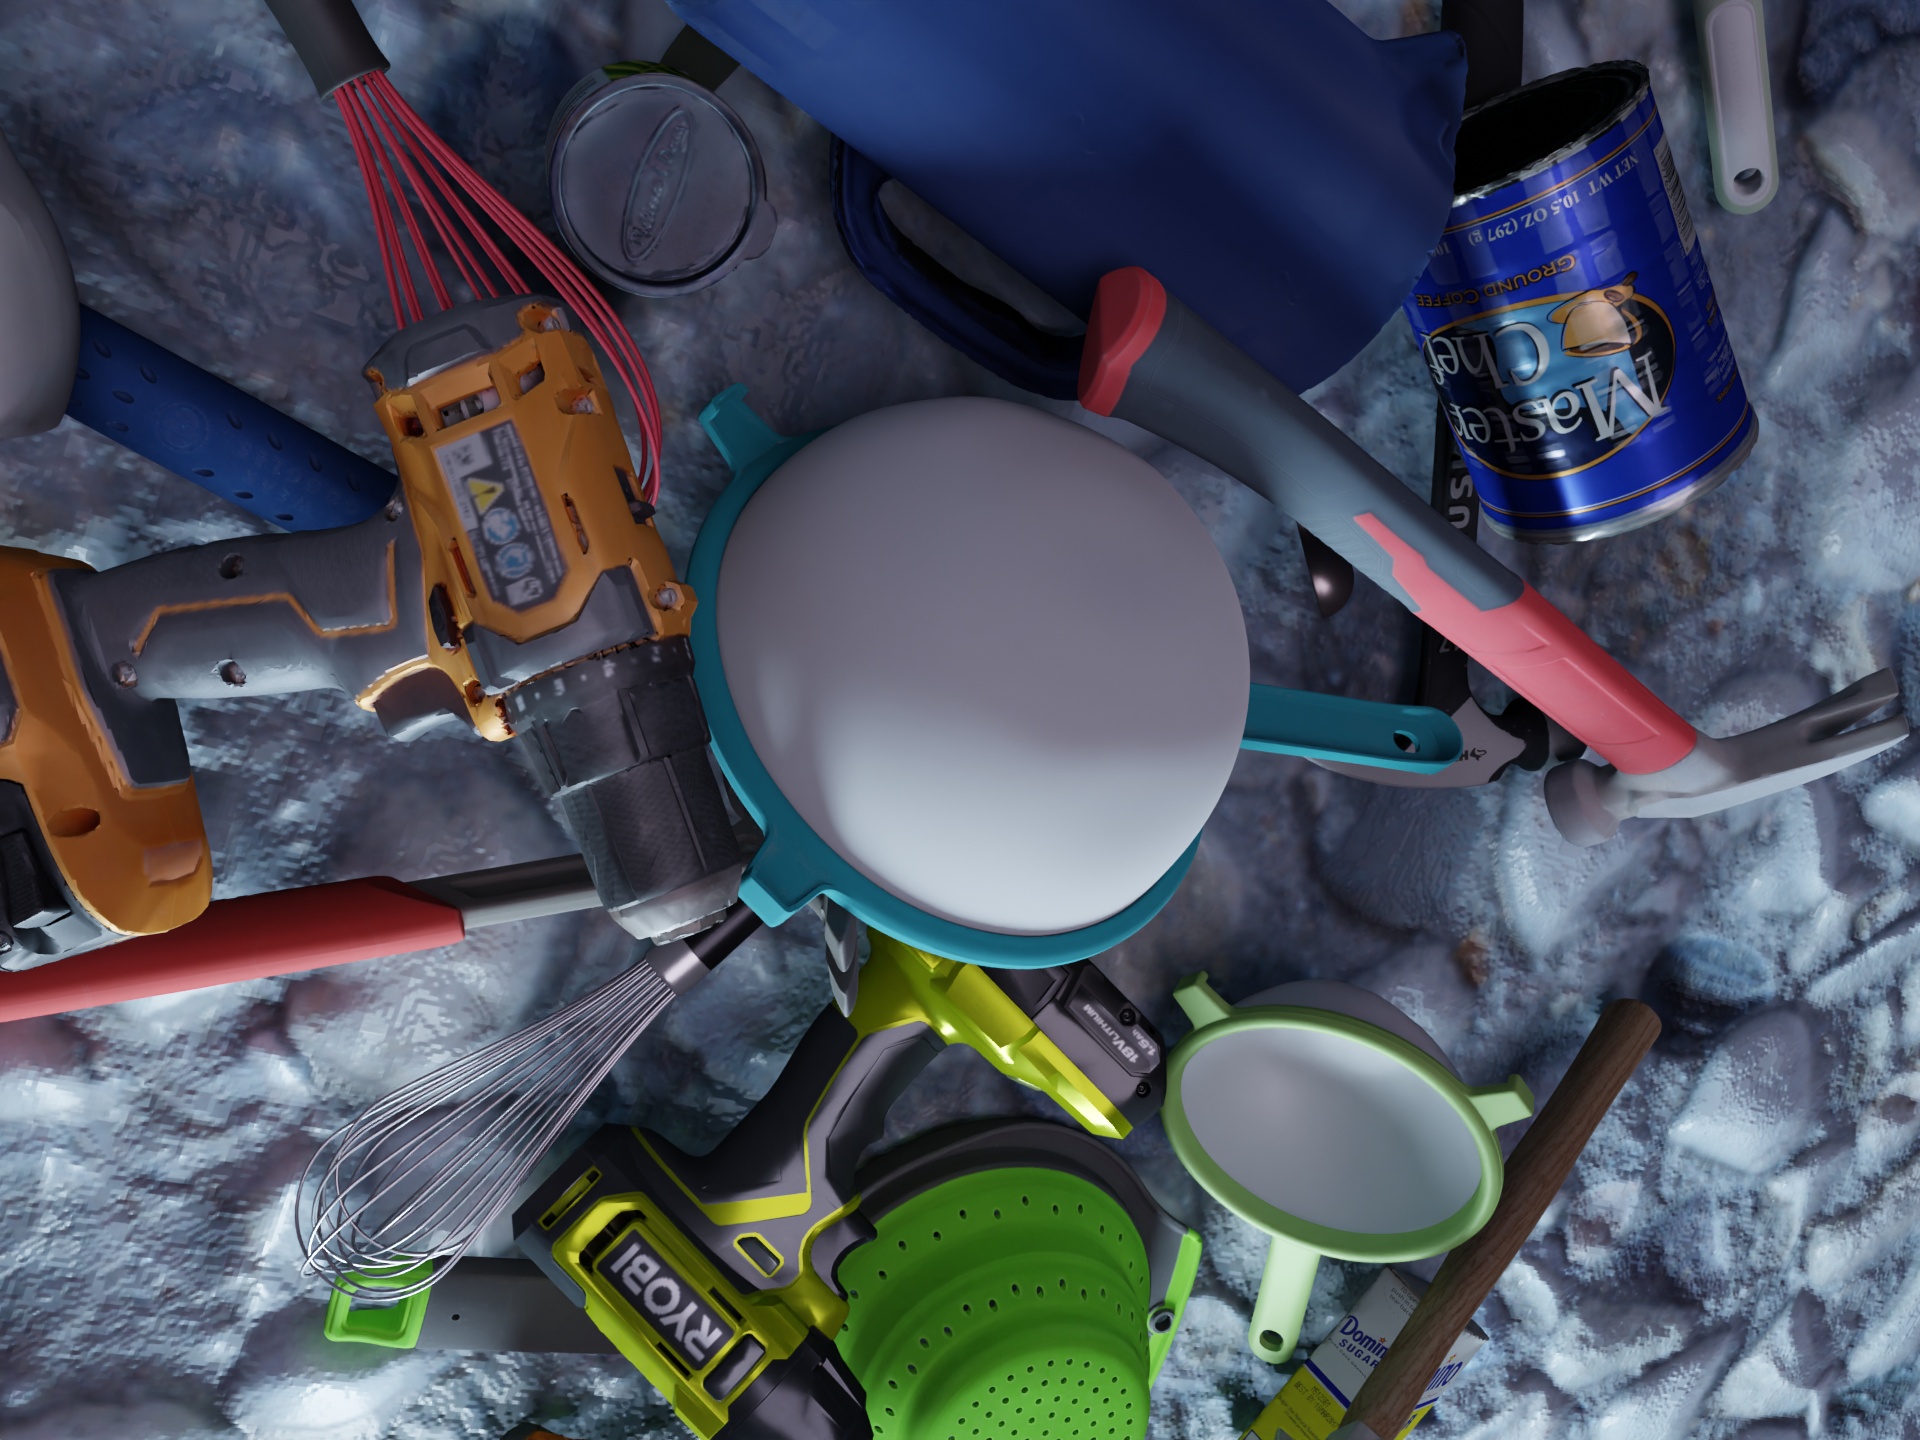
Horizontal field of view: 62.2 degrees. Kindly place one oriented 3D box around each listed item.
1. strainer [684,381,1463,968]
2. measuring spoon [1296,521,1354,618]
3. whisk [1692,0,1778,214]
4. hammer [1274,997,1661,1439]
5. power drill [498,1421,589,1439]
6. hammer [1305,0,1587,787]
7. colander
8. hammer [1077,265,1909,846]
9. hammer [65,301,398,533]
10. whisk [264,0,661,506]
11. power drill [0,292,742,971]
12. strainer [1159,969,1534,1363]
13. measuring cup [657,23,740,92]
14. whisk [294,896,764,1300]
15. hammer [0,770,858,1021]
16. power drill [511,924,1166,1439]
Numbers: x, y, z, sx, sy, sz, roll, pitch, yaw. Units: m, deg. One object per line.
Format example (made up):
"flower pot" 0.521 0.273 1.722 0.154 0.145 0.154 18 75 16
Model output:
"strainer" 0.077 -0.025 0.559 0.340 0.211 0.095 7 150 -30
"measuring spoon" 0.138 -0.102 0.635 0.018 0.034 0.124 -13 94 14
"whisk" 0.300 -0.319 0.629 0.058 0.059 0.246 -9 122 24
"hammer" 0.240 0.242 0.730 0.331 0.031 0.130 -39 165 -34
"power drill" -0.120 0.412 0.668 0.164 0.084 0.226 7 109 13
"hammer" 0.203 -0.161 0.652 0.149 0.036 0.408 -9 110 -17
"colander" -0.056 0.273 0.668 0.396 0.095 0.204 12 103 -24
"hammer" 0.193 -0.052 0.568 0.386 0.038 0.143 28 141 -35
"hammer" -0.316 -0.131 0.462 0.405 0.035 0.144 30 95 -27
"whisk" -0.175 -0.178 0.490 0.073 0.073 0.295 -31 111 -9
"power drill" -0.183 0.002 0.461 0.226 0.084 0.185 -21 90 5
"strainer" 0.169 0.209 0.748 0.151 0.069 0.256 16 131 18
"measuring cup" -0.048 -0.267 0.524 0.167 0.038 0.083 -43 124 16
"whisk" -0.134 0.114 0.608 0.284 0.070 0.070 -41 117 -9
"hammer" -0.216 0.073 0.526 0.359 0.149 0.036 -9 118 -11
"power drill" -0.033 0.172 0.613 0.171 0.080 0.223 45 80 1
